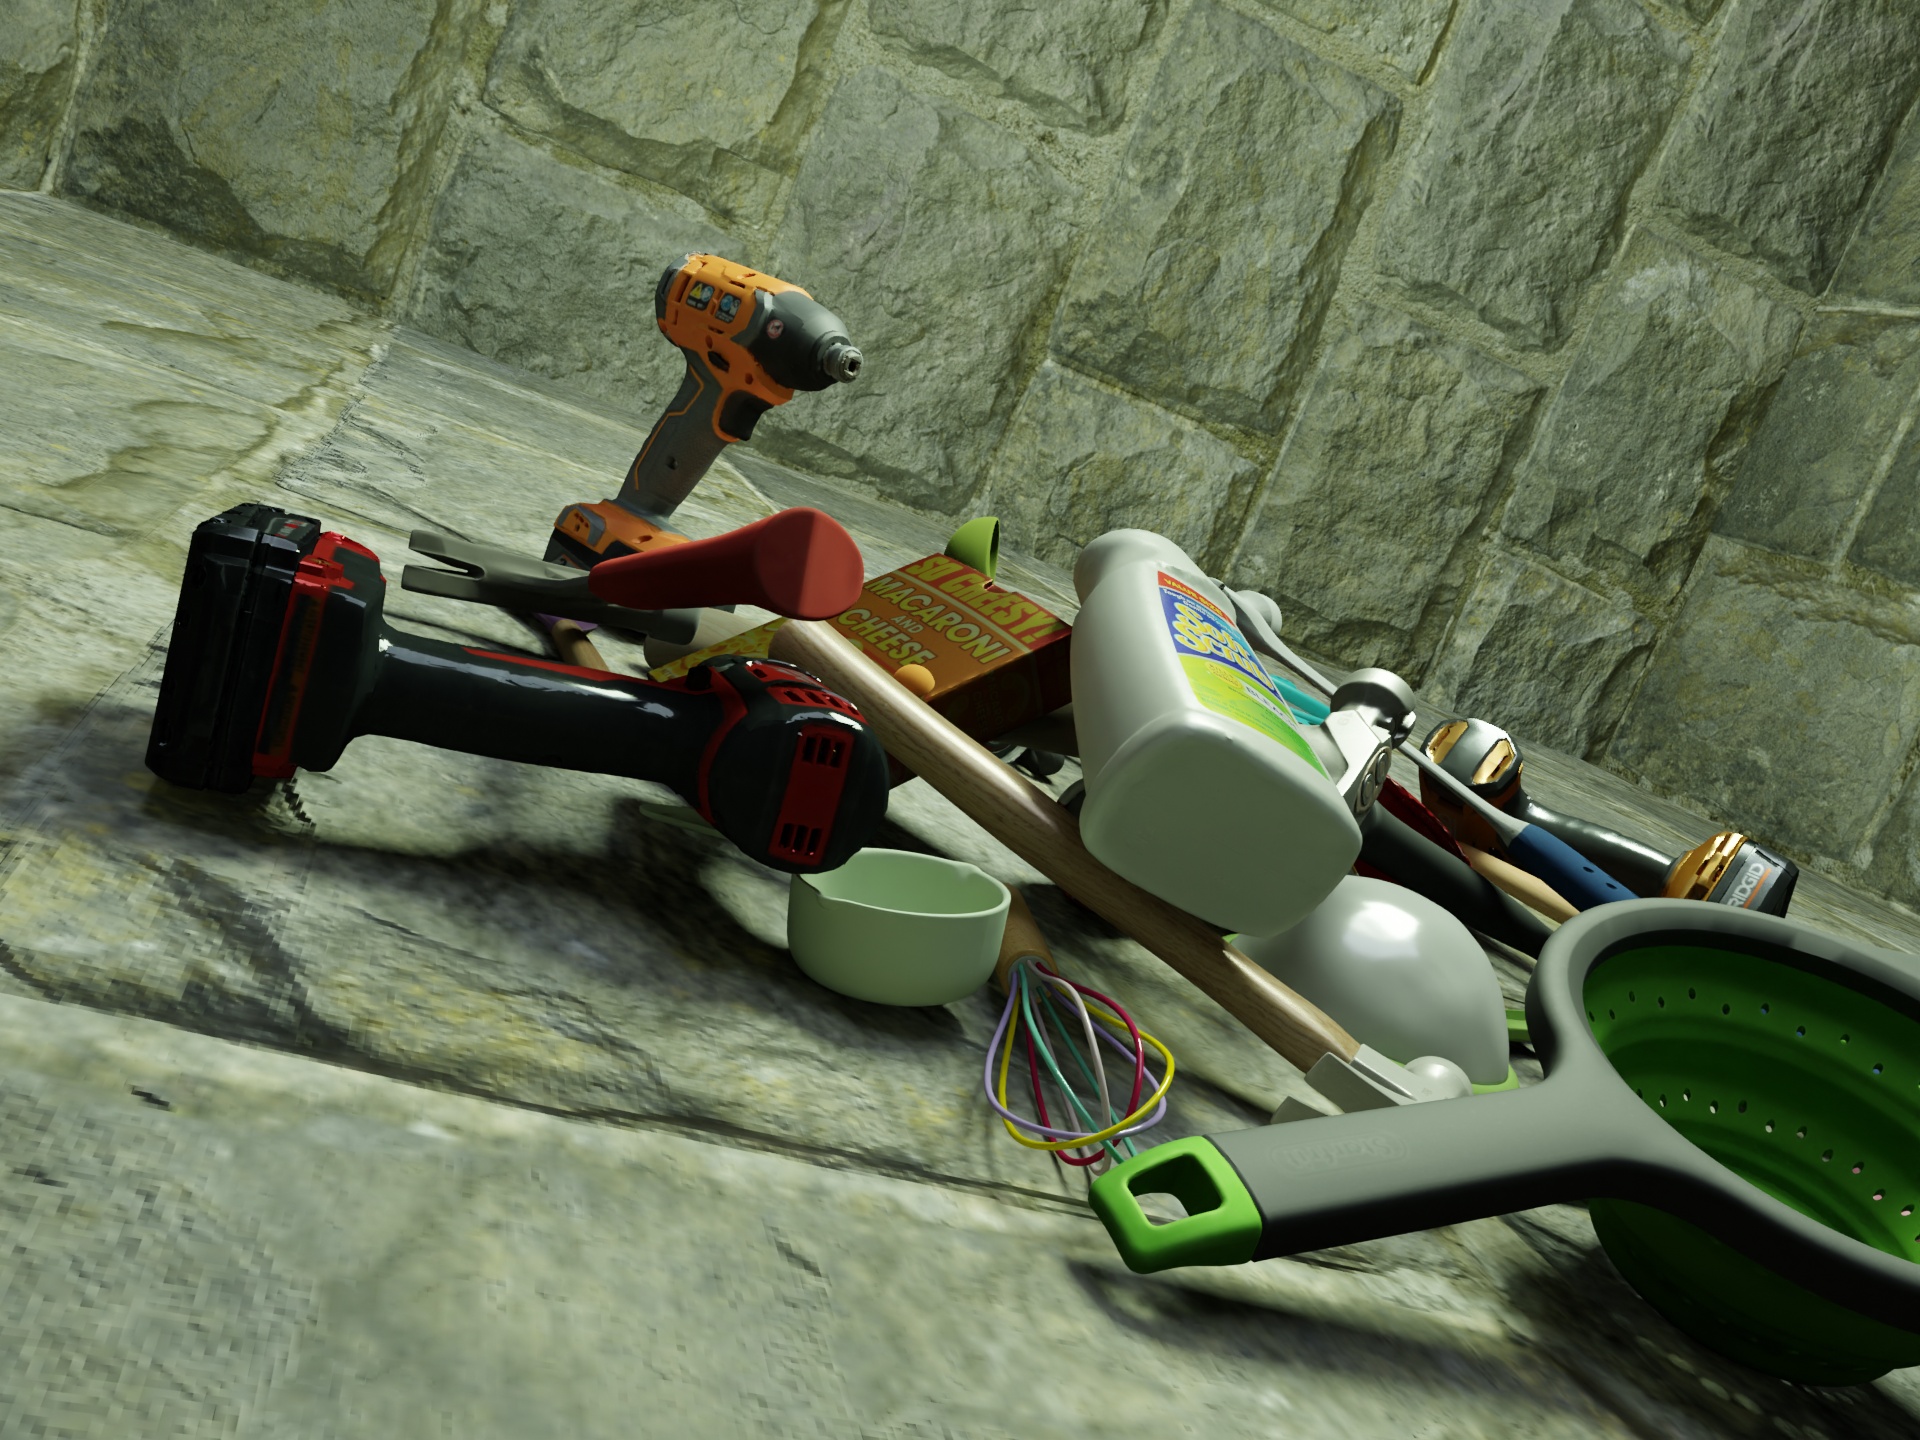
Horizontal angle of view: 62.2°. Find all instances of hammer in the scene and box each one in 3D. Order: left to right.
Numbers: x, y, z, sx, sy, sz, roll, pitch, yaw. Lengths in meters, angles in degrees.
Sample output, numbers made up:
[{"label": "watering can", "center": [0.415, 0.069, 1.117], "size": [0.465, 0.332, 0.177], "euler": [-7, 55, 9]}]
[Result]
[{"label": "hammer", "center": [-0.138, -0.061, 0.668], "size": [0.149, 0.037, 0.359], "euler": [11, -2, -25]}, {"label": "hammer", "center": [-0.001, -0.002, 0.778], "size": [0.411, 0.038, 0.146], "euler": [11, 37, 32]}, {"label": "hammer", "center": [0.053, 0.061, 0.615], "size": [0.331, 0.031, 0.130], "euler": [37, 11, 17]}, {"label": "hammer", "center": [0.273, 0.053, 0.807], "size": [0.406, 0.035, 0.144], "euler": [41, 14, 22]}, {"label": "hammer", "center": [0.305, 0.116, 0.847], "size": [0.334, 0.035, 0.146], "euler": [30, 4, -35]}]

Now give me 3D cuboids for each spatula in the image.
[{"label": "spatula", "center": [-0.202, -0.039, 0.837], "size": [0.059, 0.018, 0.316], "euler": [23, 8, -27]}]

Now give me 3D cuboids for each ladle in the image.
[{"label": "ladle", "center": [0.077, -0.042, 1.149], "size": [0.062, 0.078, 0.320], "euler": [-21, 48, -21]}]

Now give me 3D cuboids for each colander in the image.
[{"label": "colander", "center": [0.212, 0.158, 0.515], "size": [0.397, 0.094, 0.205], "euler": [-1, 30, -25]}]

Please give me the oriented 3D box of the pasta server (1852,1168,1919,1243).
[{"label": "pasta server", "center": [0.333, 0.195, 0.673], "size": [0.316, 0.040, 0.060], "euler": [15, 6, -26]}]

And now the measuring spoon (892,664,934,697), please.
[{"label": "measuring spoon", "center": [-0.069, -0.013, 0.690], "size": [0.117, 0.011, 0.021], "euler": [-5, 32, 8]}]

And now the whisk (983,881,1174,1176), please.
[{"label": "whisk", "center": [0.031, 0.096, 0.556], "size": [0.051, 0.047, 0.245], "euler": [38, 4, -10]}]

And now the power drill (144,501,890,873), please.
[{"label": "power drill", "center": [-0.148, -0.010, 0.564], "size": [0.226, 0.080, 0.188], "euler": [13, 7, -19]}]

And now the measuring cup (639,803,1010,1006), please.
[{"label": "measuring cup", "center": [-0.059, 0.064, 0.575], "size": [0.168, 0.038, 0.083], "euler": [13, 11, 35]}]

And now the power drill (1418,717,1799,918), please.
[{"label": "power drill", "center": [0.402, 0.105, 1.030], "size": [0.226, 0.084, 0.185], "euler": [29, -23, 33]}]

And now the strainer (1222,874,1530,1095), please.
[{"label": "strainer", "center": [0.234, 0.121, 0.761], "size": [0.256, 0.069, 0.152], "euler": [11, 14, -39]}]

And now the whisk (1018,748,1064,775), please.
[{"label": "whisk", "center": [0.005, -0.033, 1.124], "size": [0.073, 0.073, 0.296], "euler": [16, 17, -29]}]

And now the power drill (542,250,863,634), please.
[{"label": "power drill", "center": [-0.152, -0.162, 0.969], "size": [0.164, 0.226, 0.084], "euler": [30, 7, 38]}]

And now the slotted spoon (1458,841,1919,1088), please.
[{"label": "slotted spoon", "center": [0.415, 0.144, 0.914], "size": [0.314, 0.031, 0.070], "euler": [32, -8, 42]}]

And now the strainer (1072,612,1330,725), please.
[{"label": "strainer", "center": [0.207, 0.000, 1.266], "size": [0.211, 0.095, 0.340], "euler": [28, 10, 21]}]
